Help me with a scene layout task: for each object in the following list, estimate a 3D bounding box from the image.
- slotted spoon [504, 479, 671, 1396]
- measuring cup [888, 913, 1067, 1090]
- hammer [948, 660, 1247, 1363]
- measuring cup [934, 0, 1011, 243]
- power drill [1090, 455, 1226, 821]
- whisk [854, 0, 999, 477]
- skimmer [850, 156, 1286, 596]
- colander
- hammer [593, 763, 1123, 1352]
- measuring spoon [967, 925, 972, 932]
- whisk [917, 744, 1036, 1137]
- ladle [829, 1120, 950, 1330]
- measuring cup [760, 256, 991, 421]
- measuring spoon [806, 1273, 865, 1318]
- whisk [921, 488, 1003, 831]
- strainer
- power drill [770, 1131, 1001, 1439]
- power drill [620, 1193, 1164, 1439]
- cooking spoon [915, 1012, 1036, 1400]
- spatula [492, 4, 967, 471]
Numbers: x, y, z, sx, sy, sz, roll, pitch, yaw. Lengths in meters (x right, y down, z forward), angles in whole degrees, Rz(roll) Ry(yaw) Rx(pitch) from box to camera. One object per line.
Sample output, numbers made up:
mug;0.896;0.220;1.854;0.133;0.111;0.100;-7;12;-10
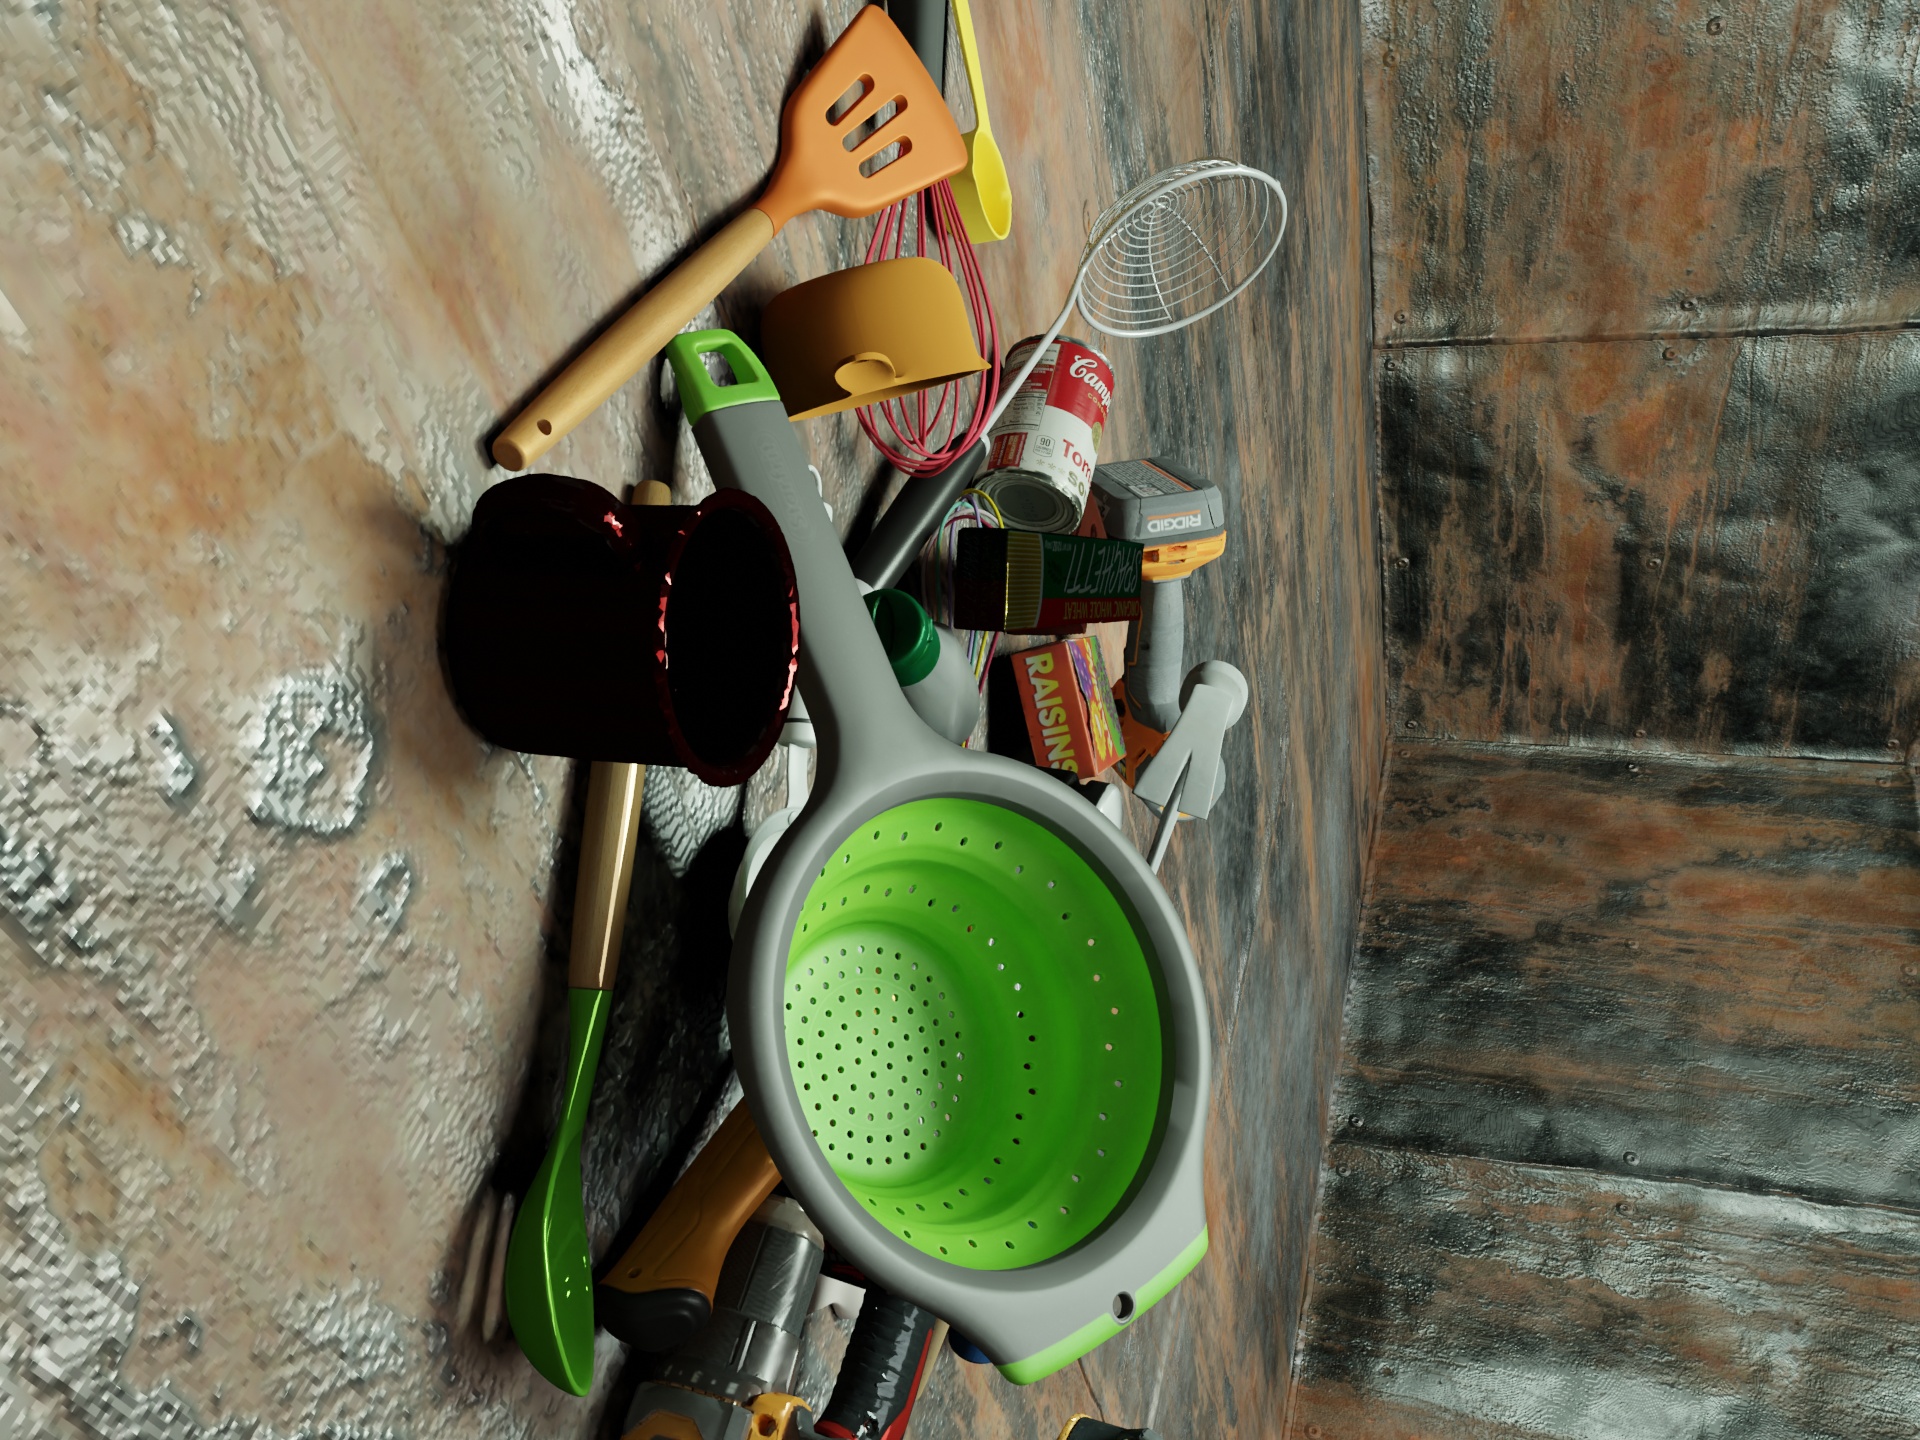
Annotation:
slotted spoon;-0.125;0.067;0.552;0.070;0.031;0.314;107;-12;-79
measuring cup;0.011;0.122;0.796;0.167;0.038;0.083;-53;176;37
hammer;0.063;0.171;0.823;0.144;0.035;0.405;-48;156;-67
measuring cup;-0.003;-0.329;0.839;0.062;0.029;0.156;-15;96;-69
power drill;0.125;-0.062;1.104;0.164;0.084;0.226;-124;-153;-65
whisk;-0.018;-0.262;0.751;0.073;0.073;0.296;2;86;-70
skimmer;0.060;-0.169;0.829;0.363;0.090;0.127;-57;173;-30
colander;-0.042;0.045;0.612;0.204;0.094;0.397;-19;84;-39
hammer;-0.051;0.125;0.695;0.337;0.127;0.034;-50;138;-43
measuring spoon;0.014;0.083;0.921;0.117;0.011;0.021;-81;180;-52
whisk;0.021;0.129;0.928;0.070;0.070;0.285;69;27;-49
ladle;-0.024;0.271;0.866;0.069;0.031;0.315;-66;150;-28
measuring cup;-0.040;-0.154;0.619;0.173;0.095;0.052;-86;161;-83
measuring spoon;-0.065;0.277;0.765;0.124;0.018;0.034;33;63;-66
whisk;0.000;-0.002;0.864;0.051;0.047;0.245;-25;120;-69
strainer;-0.070;0.014;0.679;0.086;0.050;0.258;20;68;-56
power drill;-0.059;0.303;0.695;0.187;0.080;0.227;21;79;-61
power drill;-0.024;0.277;0.572;0.084;0.226;0.185;61;39;-48
cooking spoon;0.008;0.244;0.805;0.069;0.017;0.318;-105;-154;-55
spatula;-0.082;-0.184;0.610;0.081;0.041;0.323;55;39;-24
